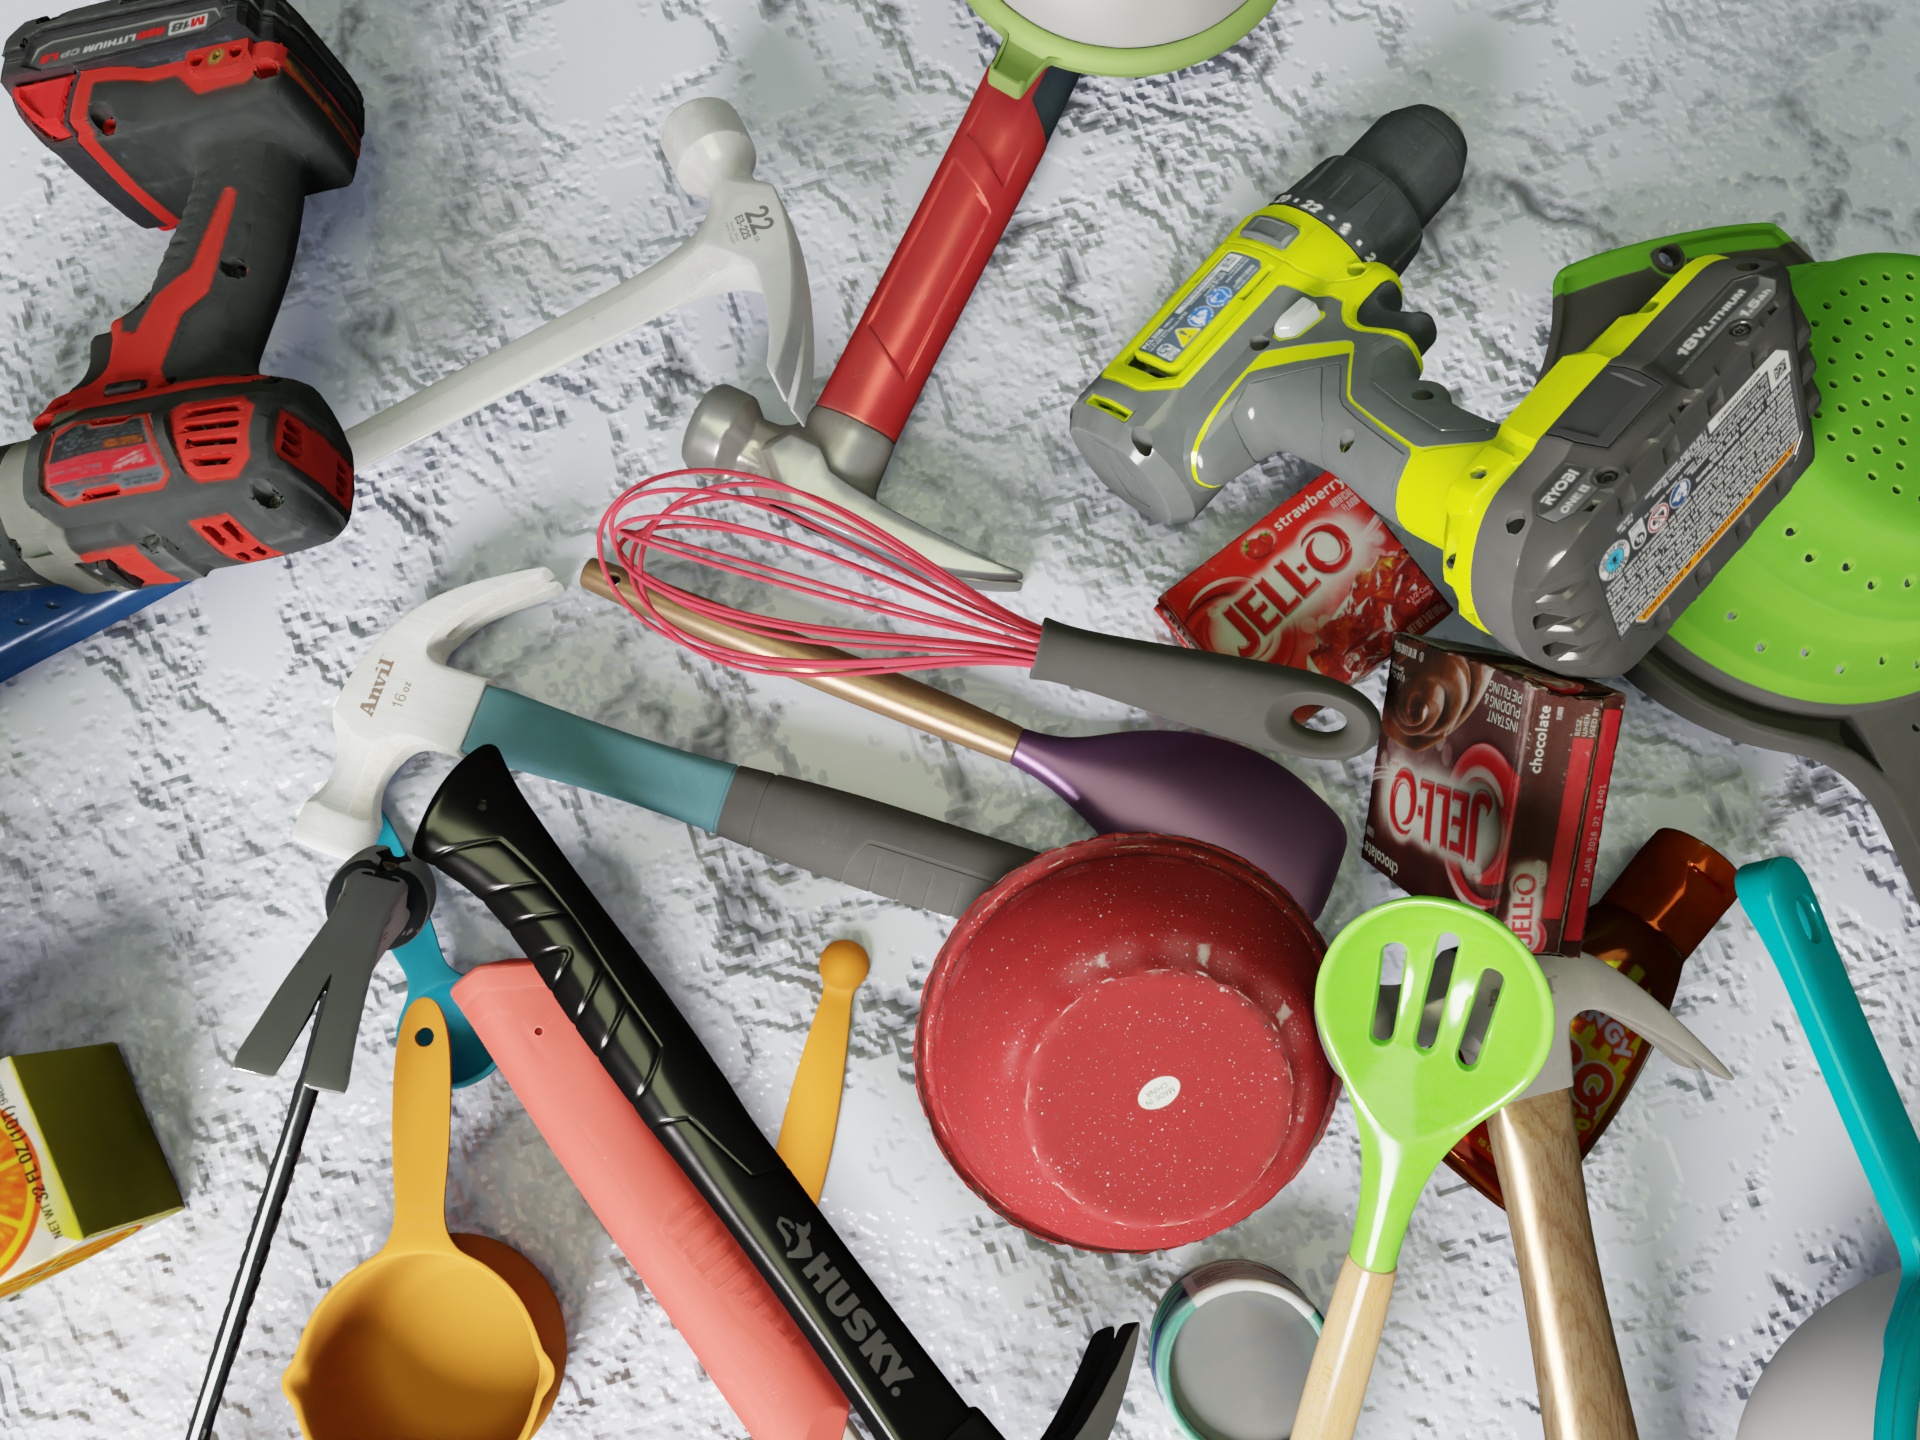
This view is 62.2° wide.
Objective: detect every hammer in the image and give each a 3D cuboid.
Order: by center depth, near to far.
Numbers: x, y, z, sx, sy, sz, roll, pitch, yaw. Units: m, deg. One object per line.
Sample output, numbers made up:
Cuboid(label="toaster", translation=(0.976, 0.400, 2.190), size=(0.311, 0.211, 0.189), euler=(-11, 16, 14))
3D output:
Cuboid(label="hammer", translation=(-0.255, 0.249, 0.528), size=(0.036, 0.149, 0.409), euler=(18, 95, -13))
Cuboid(label="hammer", translation=(0.216, 0.237, 0.544), size=(0.130, 0.031, 0.331), euler=(-12, 92, -7))
Cuboid(label="hammer", translation=(-0.077, 0.146, 0.548), size=(0.146, 0.035, 0.335), euler=(-33, 81, -32))
Cuboid(label="hammer", translation=(-0.075, 0.240, 0.568), size=(0.149, 0.036, 0.359), euler=(-36, 86, -4))
Cuboid(label="hammer", translation=(-0.076, 0.036, 0.606), size=(0.331, 0.033, 0.128), euler=(17, 79, 3))
Cuboid(label="hammer", translation=(-0.242, -0.094, 0.610), size=(0.405, 0.035, 0.144), euler=(-27, 64, 2))
Cuboid(label="hammer", translation=(0.037, -0.242, 0.644), size=(0.143, 0.038, 0.386), euler=(26, 83, 4))

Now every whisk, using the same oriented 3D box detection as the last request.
Cuboid(label="whisk", translation=(0.010, -0.032, 0.581), size=(0.296, 0.073, 0.073), euler=(14, 82, 1))

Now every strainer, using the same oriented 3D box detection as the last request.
Cuboid(label="strainer", translation=(0.298, 0.215, 0.524), size=(0.211, 0.095, 0.340), euler=(-14, 81, -37))
Cuboid(label="strainer", translation=(0.115, -0.339, 0.603), size=(0.256, 0.069, 0.151), euler=(-11, 83, -1))

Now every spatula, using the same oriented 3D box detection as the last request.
Cuboid(label="spatula", translation=(-0.001, -0.002, 0.619), size=(0.316, 0.018, 0.060), euler=(21, 78, 3))

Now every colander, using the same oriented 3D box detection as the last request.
Cuboid(label="colander", translation=(0.339, -0.021, 0.548), size=(0.204, 0.094, 0.397), euler=(-14, 75, -9))

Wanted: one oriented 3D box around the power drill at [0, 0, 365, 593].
Cuboid(label="power drill", translation=(-0.315, -0.151, 0.592), size=(0.188, 0.080, 0.227), euler=(-8, 69, 10))

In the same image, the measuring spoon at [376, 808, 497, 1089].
Cuboid(label="measuring spoon", translation=(-0.211, 0.084, 0.616), size=(0.042, 0.021, 0.129), euler=(-26, 73, -14))

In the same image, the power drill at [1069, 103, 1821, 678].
Cuboid(label="power drill", translation=(0.170, -0.128, 0.559), size=(0.190, 0.080, 0.229), euler=(-47, 45, -5))

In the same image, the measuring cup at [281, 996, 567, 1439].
Cuboid(label="measuring cup", translation=(-0.189, 0.189, 0.580), size=(0.095, 0.052, 0.174), euler=(-3, 80, 1))

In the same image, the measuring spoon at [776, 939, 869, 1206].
Cuboid(label="measuring spoon", translation=(-0.055, 0.141, 0.603), size=(0.021, 0.011, 0.117), euler=(12, 82, 3))

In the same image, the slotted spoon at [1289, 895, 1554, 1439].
Cuboid(label="slotted spoon", translation=(0.127, 0.197, 0.521), size=(0.070, 0.031, 0.313), euler=(15, 109, 19))
